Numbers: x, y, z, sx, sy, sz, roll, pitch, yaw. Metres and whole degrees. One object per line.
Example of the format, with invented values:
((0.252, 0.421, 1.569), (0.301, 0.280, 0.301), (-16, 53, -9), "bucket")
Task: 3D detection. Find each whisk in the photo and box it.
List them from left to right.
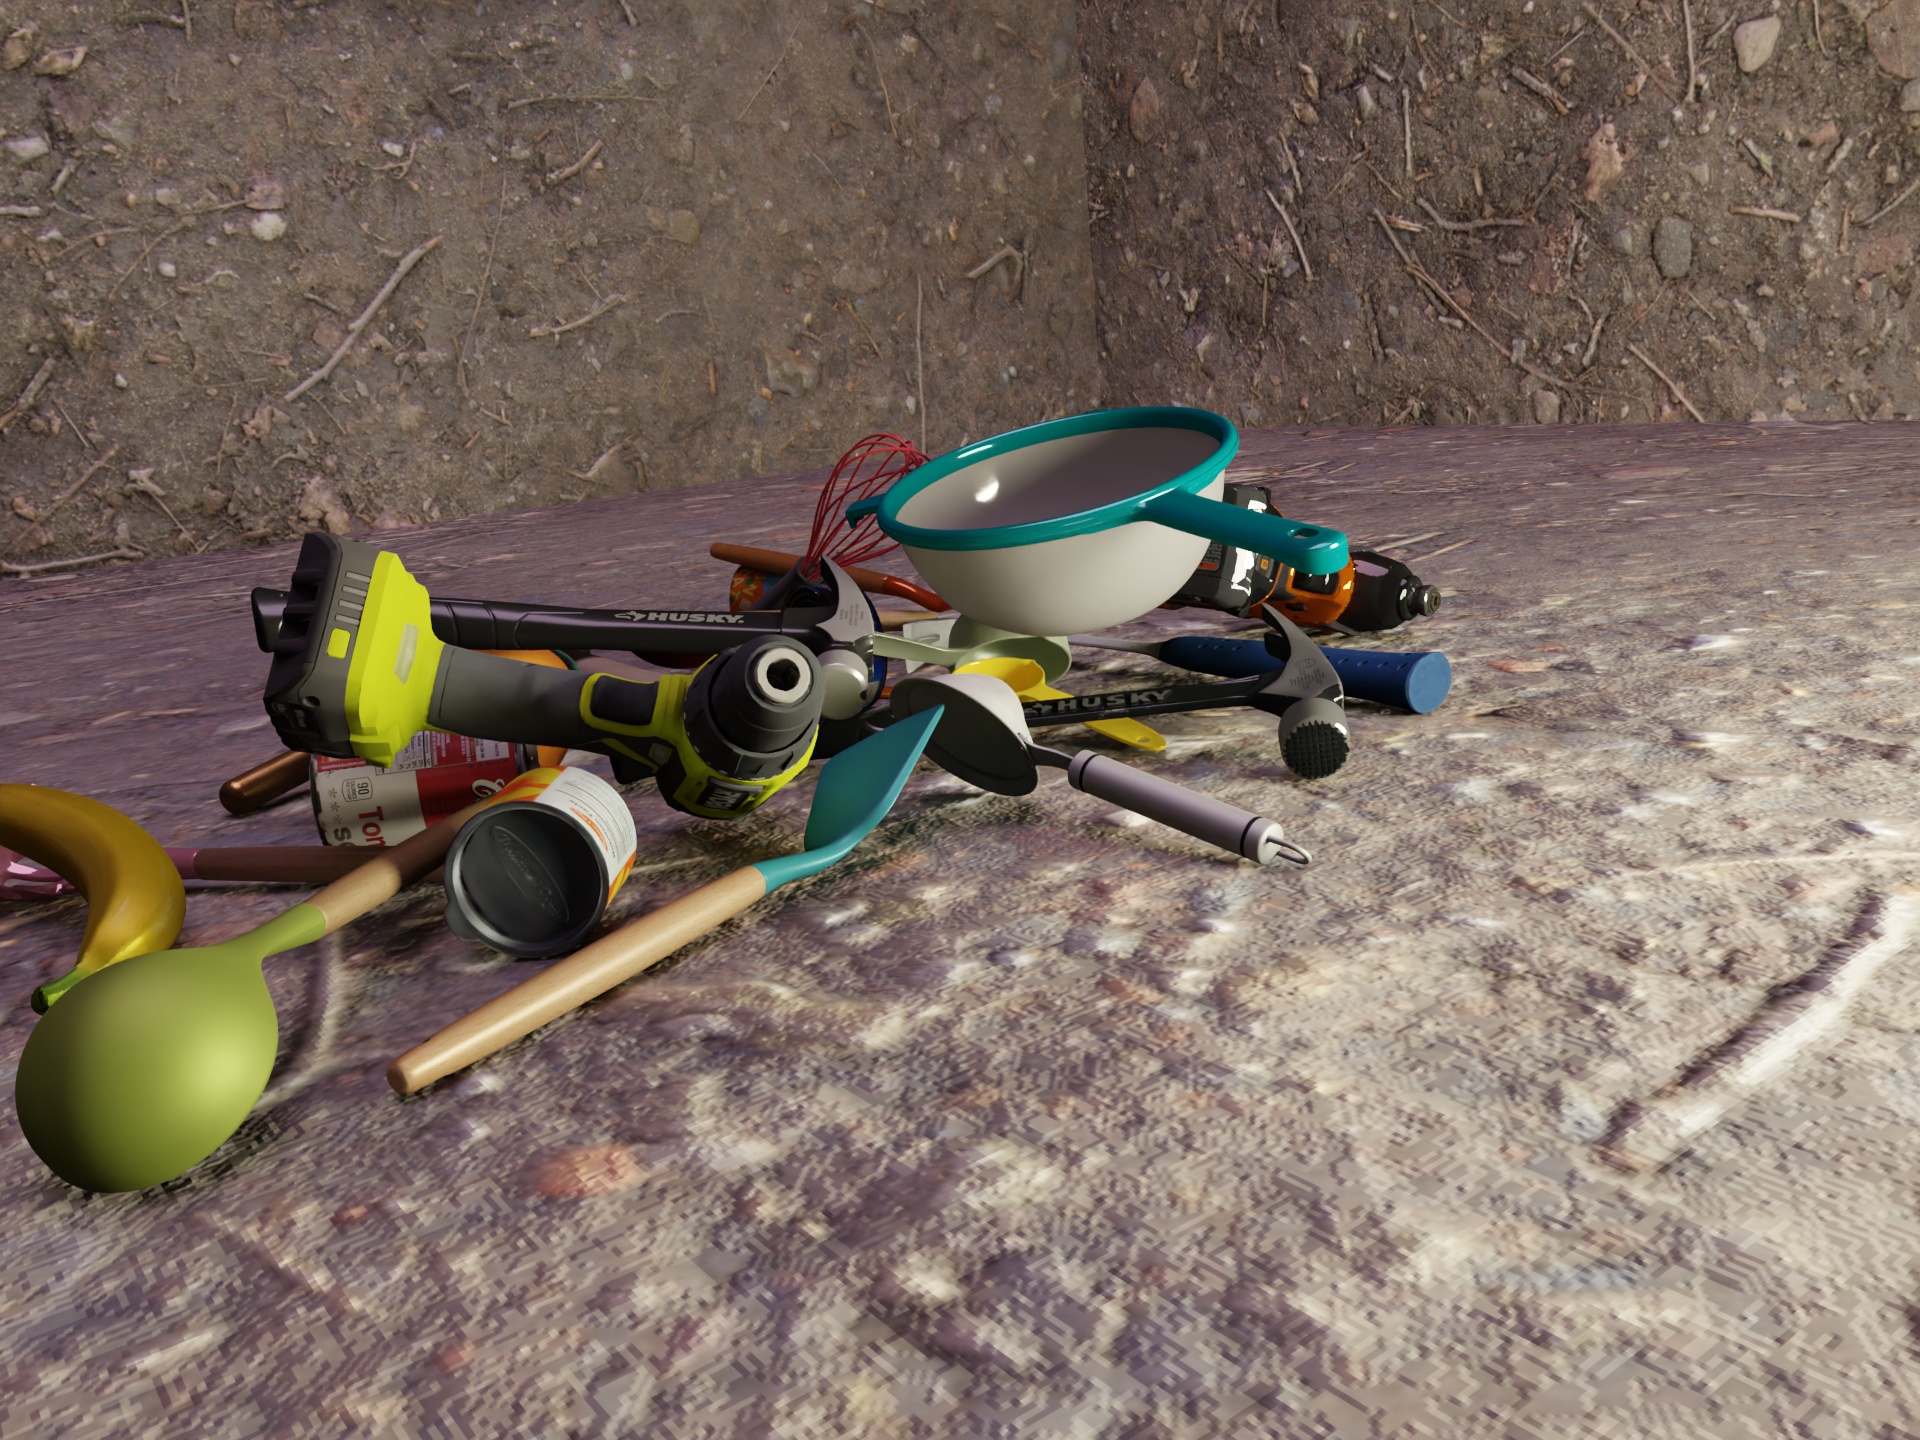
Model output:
((-0.352, -0.003, 0.989), (0.047, 0.051, 0.245), (16, 30, 24), "whisk")
((-0.101, -0.118, 1.149), (0.073, 0.073, 0.295), (-15, -15, -37), "whisk")

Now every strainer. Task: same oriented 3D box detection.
((0.055, 0.021, 0.741), (0.259, 0.086, 0.050), (22, 62, 41), "strainer")
((0.094, -0.089, 0.873), (0.211, 0.095, 0.341), (-25, 27, -22), "strainer")

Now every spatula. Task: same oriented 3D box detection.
((-0.107, 0.066, 0.649), (0.082, 0.044, 0.317), (-25, 2, 36), "spatula")
((-0.071, -0.114, 1.196), (0.323, 0.041, 0.081), (14, 21, 35), "spatula")

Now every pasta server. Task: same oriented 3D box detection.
((-0.339, 0.064, 0.755), (0.316, 0.040, 0.060), (-1, 48, 10), "pasta server")

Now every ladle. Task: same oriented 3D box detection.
((-0.236, 0.081, 0.615), (0.078, 0.062, 0.320), (-4, 11, 9), "ladle")
((-0.138, -0.051, 1.067), (0.069, 0.031, 0.315), (10, 5, 17), "ladle")

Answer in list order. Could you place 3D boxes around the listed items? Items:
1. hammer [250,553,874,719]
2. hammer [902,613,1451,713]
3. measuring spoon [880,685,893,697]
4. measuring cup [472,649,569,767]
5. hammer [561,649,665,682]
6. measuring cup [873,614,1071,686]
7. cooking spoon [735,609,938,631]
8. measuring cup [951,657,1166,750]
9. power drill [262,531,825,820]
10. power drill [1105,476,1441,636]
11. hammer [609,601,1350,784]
((-0.213, -0.052, 0.860), (0.334, 0.035, 0.146), (2, 28, -2), "hammer")
((0.126, -0.044, 1.037), (0.144, 0.035, 0.406), (-16, 17, -39), "hammer")
((-0.029, -0.023, 1.055), (0.117, 0.011, 0.021), (0, 14, 21), "measuring spoon")
((-0.239, 0.001, 0.931), (0.052, 0.095, 0.173), (13, 0, 23), "measuring cup")
((-0.242, -0.023, 1.086), (0.146, 0.038, 0.411), (-17, 18, -36), "hammer")
((-0.011, -0.054, 0.980), (0.167, 0.038, 0.083), (9, -31, -24), "measuring cup")
((-0.175, -0.072, 1.161), (0.319, 0.017, 0.069), (-1, 7, -7), "cooking spoon")
((0.057, 0.000, 0.920), (0.062, 0.029, 0.157), (-25, 35, -37), "measuring cup")
((-0.174, -0.014, 0.700), (0.228, 0.080, 0.190), (12, -15, -14), "power drill")
((0.208, -0.102, 1.060), (0.164, 0.084, 0.226), (13, 3, 40), "power drill")
((-0.001, -0.003, 0.871), (0.409, 0.036, 0.149), (-5, 28, 10), "hammer")
